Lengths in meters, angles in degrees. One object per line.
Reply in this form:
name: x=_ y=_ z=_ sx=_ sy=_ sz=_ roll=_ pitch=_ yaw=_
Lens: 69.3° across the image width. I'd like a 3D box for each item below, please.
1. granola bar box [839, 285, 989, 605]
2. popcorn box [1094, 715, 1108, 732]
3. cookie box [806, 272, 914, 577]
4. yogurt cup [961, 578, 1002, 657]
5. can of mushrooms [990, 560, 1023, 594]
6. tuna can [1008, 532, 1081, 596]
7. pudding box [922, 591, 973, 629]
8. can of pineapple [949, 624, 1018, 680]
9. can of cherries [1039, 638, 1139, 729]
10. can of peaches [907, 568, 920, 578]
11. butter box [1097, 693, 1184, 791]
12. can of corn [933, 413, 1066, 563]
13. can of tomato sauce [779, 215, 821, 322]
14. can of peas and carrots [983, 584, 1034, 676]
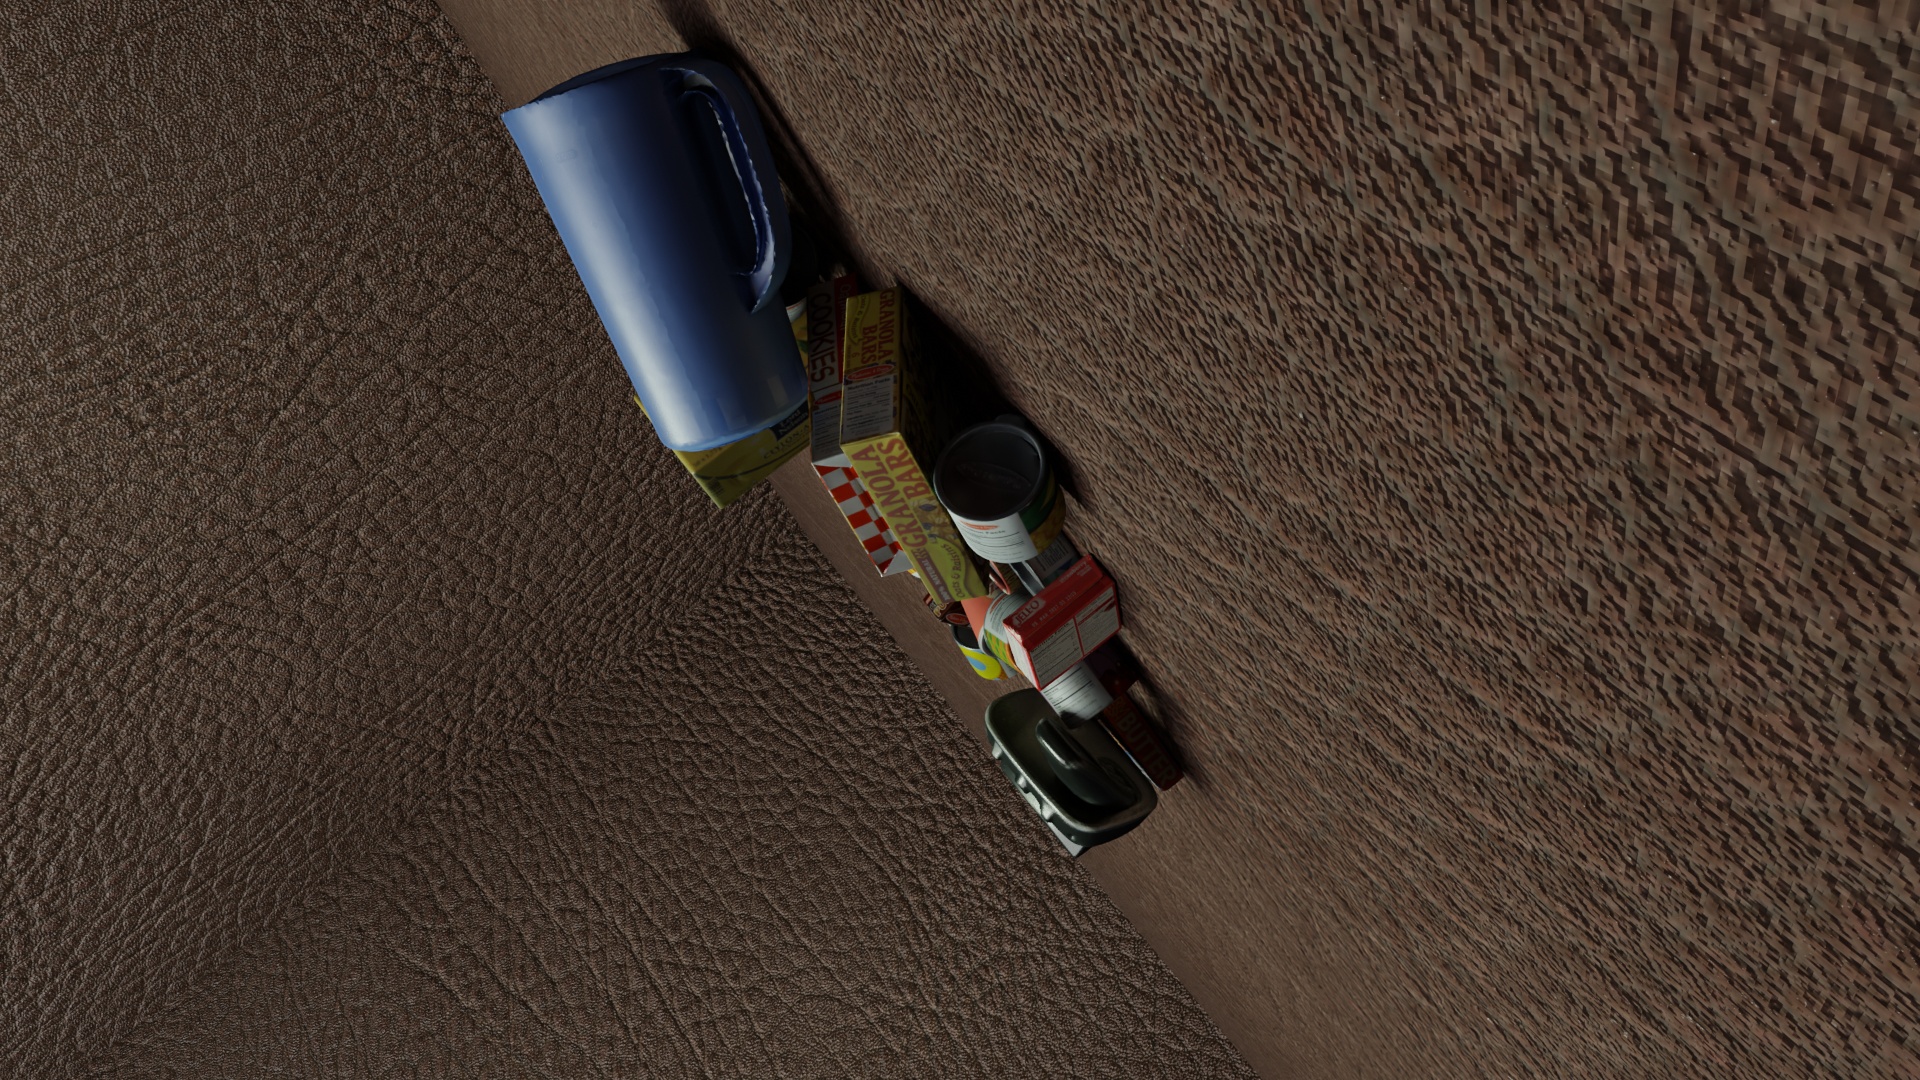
granola bar box: x=-0.024 y=-0.057 z=0.865 sx=0.165 sy=0.039 sz=0.125 roll=61 pitch=-159 yaw=-48
popcorn box: x=0.086 y=0.118 z=1.231 sx=0.127 sy=0.038 sz=0.085 roll=50 pitch=172 yaw=19
cookie box: x=-0.062 y=-0.079 z=0.930 sx=0.122 sy=0.040 sz=0.168 roll=62 pitch=-163 yaw=-48
yogurt cup: x=0.036 y=0.056 z=1.159 sx=0.054 sy=0.072 sz=0.072 roll=57 pitch=176 yaw=38
can of mushrooms: x=0.032 y=0.008 z=1.065 sx=0.071 sy=0.033 sz=0.071 roll=52 pitch=172 yaw=11
tuna can: x=0.055 y=0.013 z=0.945 sx=0.071 sy=0.033 sz=0.071 roll=51 pitch=172 yaw=10
pudding box: x=0.012 y=0.050 z=1.214 sx=0.030 sy=0.049 sz=0.083 roll=48 pitch=-163 yaw=32
can of pineapple: x=0.031 y=0.092 z=1.333 sx=0.071 sy=0.071 sz=0.057 roll=45 pitch=170 yaw=43
can of cherries: x=0.089 y=0.095 z=1.015 sx=0.058 sy=0.071 sz=0.071 roll=51 pitch=172 yaw=4
can of peaches: x=-0.026 y=0.000 z=1.256 sx=0.071 sy=0.071 sz=0.058 roll=53 pitch=172 yaw=-1
butter box: x=0.139 y=0.156 z=1.139 sx=0.103 sy=0.024 sz=0.053 roll=54 pitch=173 yaw=-8
can of corn: x=0.025 y=-0.030 z=0.810 sx=0.071 sy=0.071 sz=0.058 roll=48 pitch=174 yaw=31
can of tomato sauce: x=-0.137 y=-0.197 z=1.013 sx=0.071 sy=0.071 sz=0.083 roll=53 pitch=173 yaw=-4
can of peas and carrots: x=0.059 y=0.072 z=1.079 sx=0.071 sy=0.071 sz=0.059 roll=55 pitch=171 yaw=-16
